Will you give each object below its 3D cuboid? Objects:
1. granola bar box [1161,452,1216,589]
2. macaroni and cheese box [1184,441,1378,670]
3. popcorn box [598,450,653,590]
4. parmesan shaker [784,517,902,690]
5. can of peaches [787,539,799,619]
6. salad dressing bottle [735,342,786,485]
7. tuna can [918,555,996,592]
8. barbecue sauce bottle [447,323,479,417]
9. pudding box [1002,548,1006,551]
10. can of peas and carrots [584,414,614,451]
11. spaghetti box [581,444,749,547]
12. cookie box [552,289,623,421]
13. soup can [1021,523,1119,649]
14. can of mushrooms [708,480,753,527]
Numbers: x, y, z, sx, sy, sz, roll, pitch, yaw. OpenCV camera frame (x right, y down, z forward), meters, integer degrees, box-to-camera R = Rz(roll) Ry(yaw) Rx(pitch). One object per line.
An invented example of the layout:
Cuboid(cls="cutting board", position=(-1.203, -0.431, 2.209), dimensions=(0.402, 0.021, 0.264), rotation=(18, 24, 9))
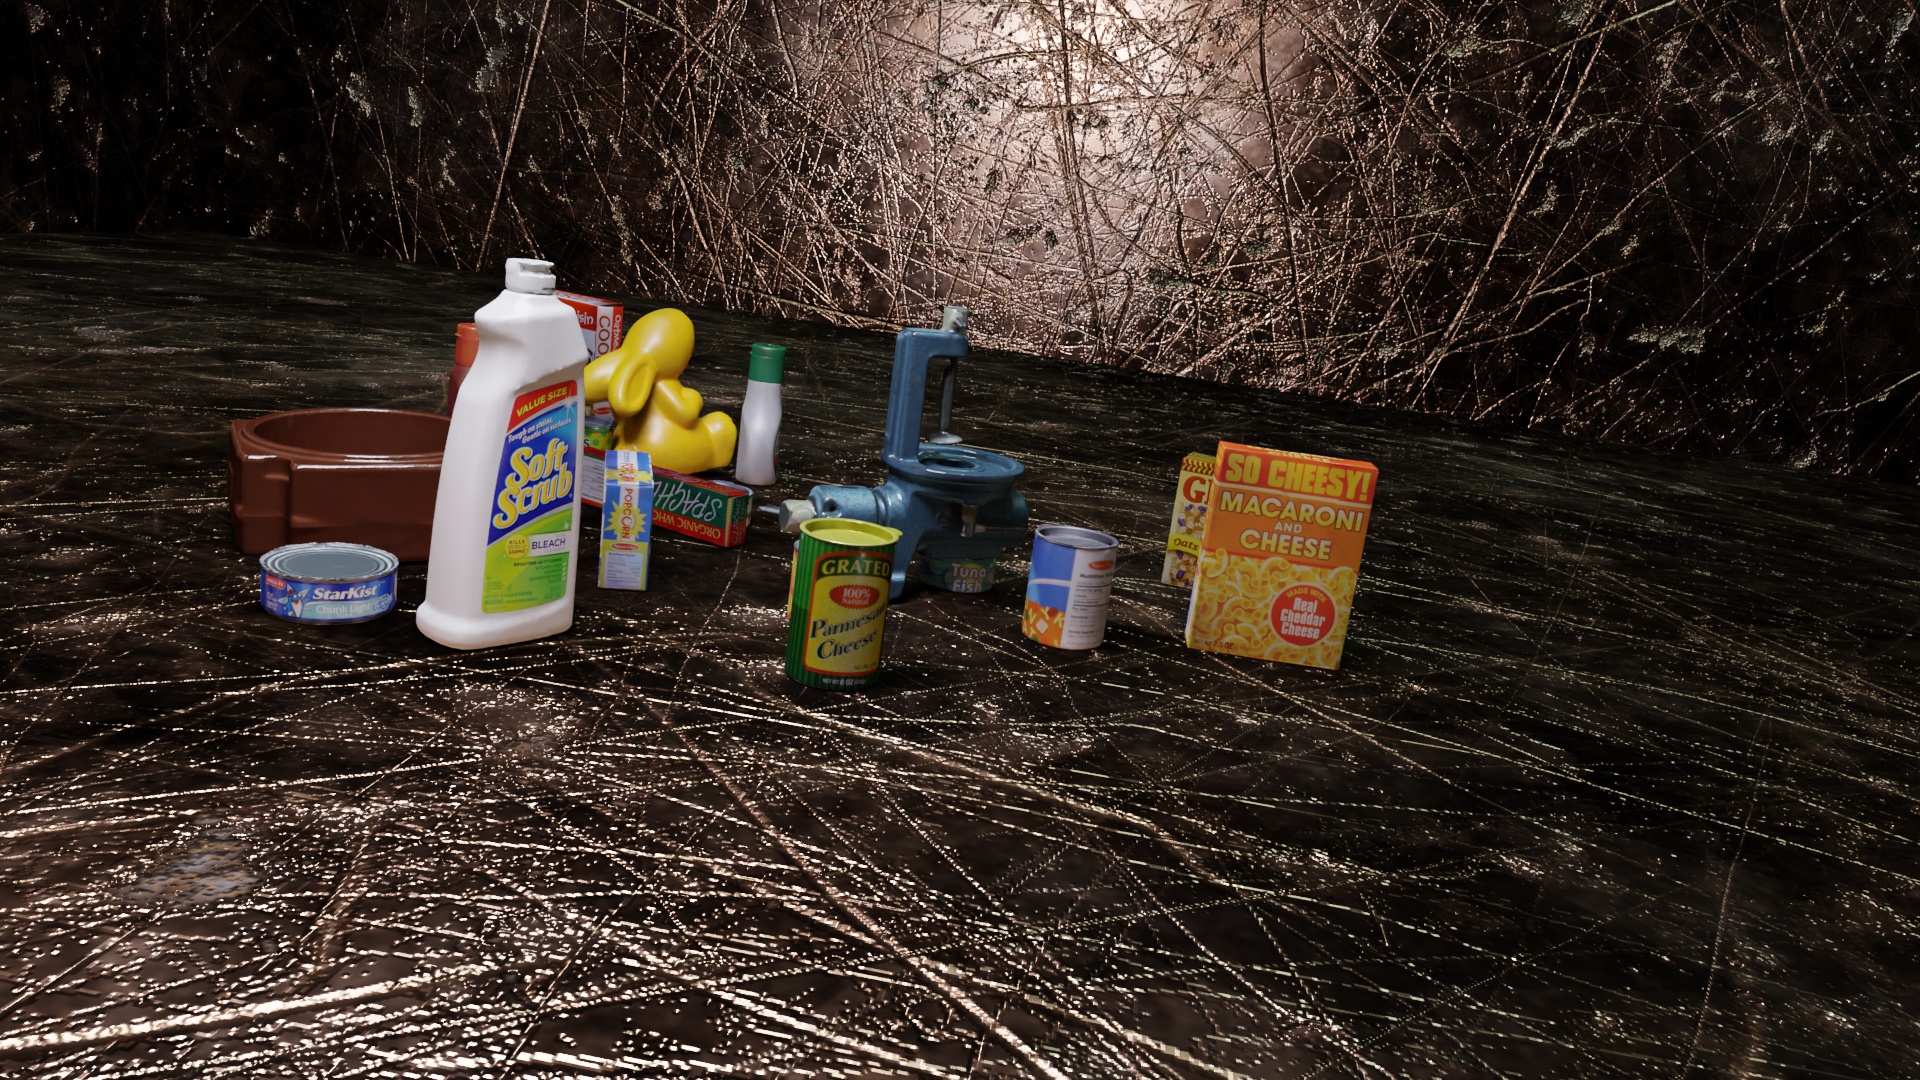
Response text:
Cuboid(cls="granola bar box", position=(0.279, -0.005, 1.279), dimensions=(0.165, 0.124, 0.039), rotation=(13, 14, 19))
Cuboid(cls="macaroni and cheese box", position=(0.255, 0.012, 1.113), dimensions=(0.124, 0.166, 0.040), rotation=(8, 13, 3))
Cuboid(cls="popcorn box", position=(-0.269, -0.018, 1.115), dimensions=(0.038, 0.085, 0.127), rotation=(4, 14, -15))
Cuboid(cls="parmesan shaker", position=(-0.078, 0.043, 0.938), dimensions=(0.071, 0.102, 0.071), rotation=(7, 14, -2))
Cuboid(cls="can of peaches", position=(-0.096, 0.033, 1.059), dimensions=(0.071, 0.058, 0.071), rotation=(7, 14, -2))
Cuboid(cls="salad dressing bottle", position=(-0.211, -0.135, 1.480), dimensions=(0.044, 0.147, 0.064), rotation=(5, 14, -11))
Cuboid(cls="tuna can", position=(-0.001, 0.022, 1.209), dimensions=(0.071, 0.032, 0.071), rotation=(7, 14, -2))
Cuboid(cls="barbecue sauce bottle", position=(-0.466, -0.131, 1.326), dimensions=(0.044, 0.148, 0.065), rotation=(-2, 17, -36))
Cuboid(cls="pudding box", position=(0.005, -0.017, 1.330), dimensions=(0.084, 0.049, 0.030), rotation=(1, 15, -25))
Cuboid(cls="can of peas and carrots", position=(-0.387, -0.094, 1.405), dimensions=(0.071, 0.058, 0.071), rotation=(7, 14, -2))
Cuboid(cls="spaghetti box", position=(-0.299, -0.047, 1.283), dimensions=(0.250, 0.050, 0.029), rotation=(16, 16, 29))
Cuboid(cls="cookie box", position=(-0.432, -0.186, 1.524), dimensions=(0.123, 0.167, 0.040), rotation=(16, 15, 30))
Cuboid(cls="soup can", position=(0.084, 0.035, 1.095), dimensions=(0.071, 0.083, 0.071), rotation=(7, 14, -2))
Cuboid(cls="can of mushrooms", position=(-0.228, -0.034, 1.304), dimensions=(0.071, 0.033, 0.071), rotation=(7, 14, -2))
